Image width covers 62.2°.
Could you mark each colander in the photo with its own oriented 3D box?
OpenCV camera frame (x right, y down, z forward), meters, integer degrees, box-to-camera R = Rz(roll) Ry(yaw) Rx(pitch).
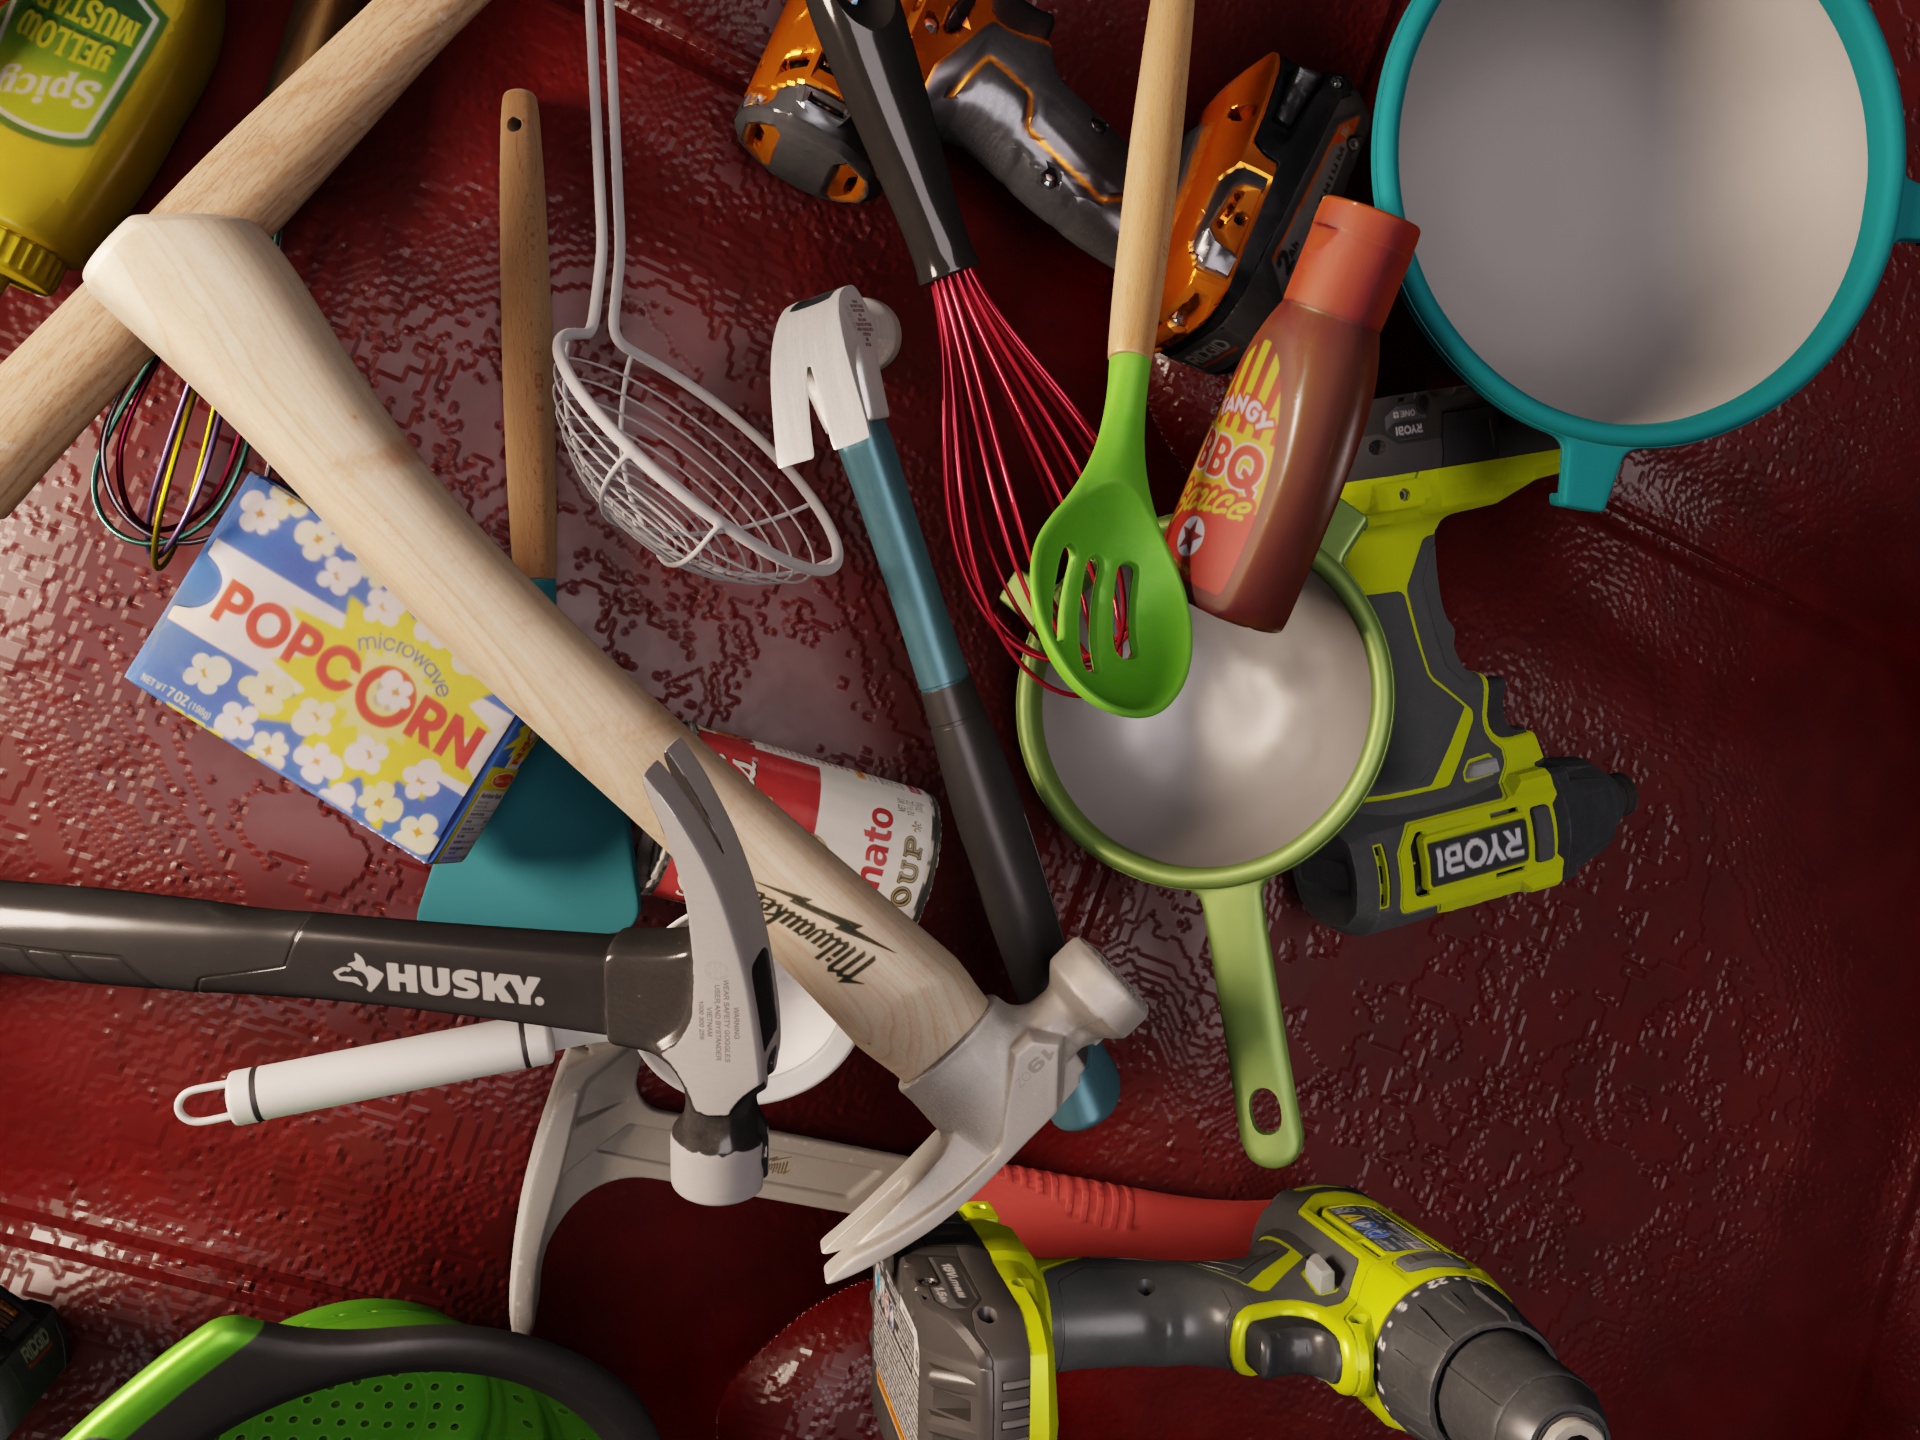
[{"bbox_3d":[-0.166,0.327,0.587,0.204,0.095,0.396,-42,120,-8],"label":"colander"}]

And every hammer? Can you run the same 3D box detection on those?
[{"bbox_3d":[-0.001,-0.002,0.606,0.033,0.128,0.331,-17,98,13],"label":"hammer"},{"bbox_3d":[0.004,0.208,0.655,0.359,0.037,0.149,16,86,-17],"label":"hammer"},{"bbox_3d":[-0.220,-0.201,0.533,0.130,0.031,0.331,40,83,12],"label":"hammer"},{"bbox_3d":[-0.224,0.069,0.512,0.335,0.035,0.146,4,108,7],"label":"hammer"},{"bbox_3d":[-0.124,0.007,0.525,0.146,0.038,0.410,-44,101,-1],"label":"hammer"}]

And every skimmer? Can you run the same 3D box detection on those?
[{"bbox_3d":[-0.105,-0.227,0.583,0.090,0.127,0.363,-5,87,24],"label":"skimmer"}]

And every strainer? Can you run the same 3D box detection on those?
[{"bbox_3d":[0.207,-0.259,0.615,0.211,0.095,0.340,-38,98,-4],"label":"strainer"},{"bbox_3d":[0.111,0.045,0.644,0.151,0.069,0.256,-11,82,20],"label":"strainer"},{"bbox_3d":[-0.144,0.110,0.569,0.258,0.050,0.086,-9,112,-12],"label":"strainer"}]

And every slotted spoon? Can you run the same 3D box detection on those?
[{"bbox_3d":[0.065,-0.153,0.574,0.070,0.031,0.314,14,76,-30],"label":"slotted spoon"}]

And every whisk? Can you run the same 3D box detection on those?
[{"bbox_3d":[0.003,-0.145,0.582,0.073,0.073,0.295,-25,105,-15],"label":"whisk"},{"bbox_3d":[-0.253,-0.170,0.566,0.051,0.047,0.245,11,81,11],"label":"whisk"}]

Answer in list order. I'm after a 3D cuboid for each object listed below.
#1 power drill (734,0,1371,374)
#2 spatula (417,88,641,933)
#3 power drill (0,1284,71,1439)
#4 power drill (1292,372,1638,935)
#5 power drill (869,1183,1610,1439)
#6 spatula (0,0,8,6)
[{"bbox_3d":[0.044,-0.254,0.637,0.226,0.084,0.164,24,84,-13],"label":"power drill"},{"bbox_3d":[-0.161,-0.079,0.593,0.082,0.044,0.317,-2,90,4],"label":"spatula"},{"bbox_3d":[-0.403,0.170,0.506,0.226,0.084,0.185,40,78,-10],"label":"power drill"},{"bbox_3d":[0.219,-0.032,0.700,0.171,0.080,0.223,-12,98,-22],"label":"power drill"},{"bbox_3d":[0.091,0.225,0.567,0.228,0.190,0.080,1,91,-12],"label":"power drill"},{"bbox_3d":[-0.348,-0.186,0.497,0.081,0.041,0.322,38,95,-16],"label":"spatula"}]
